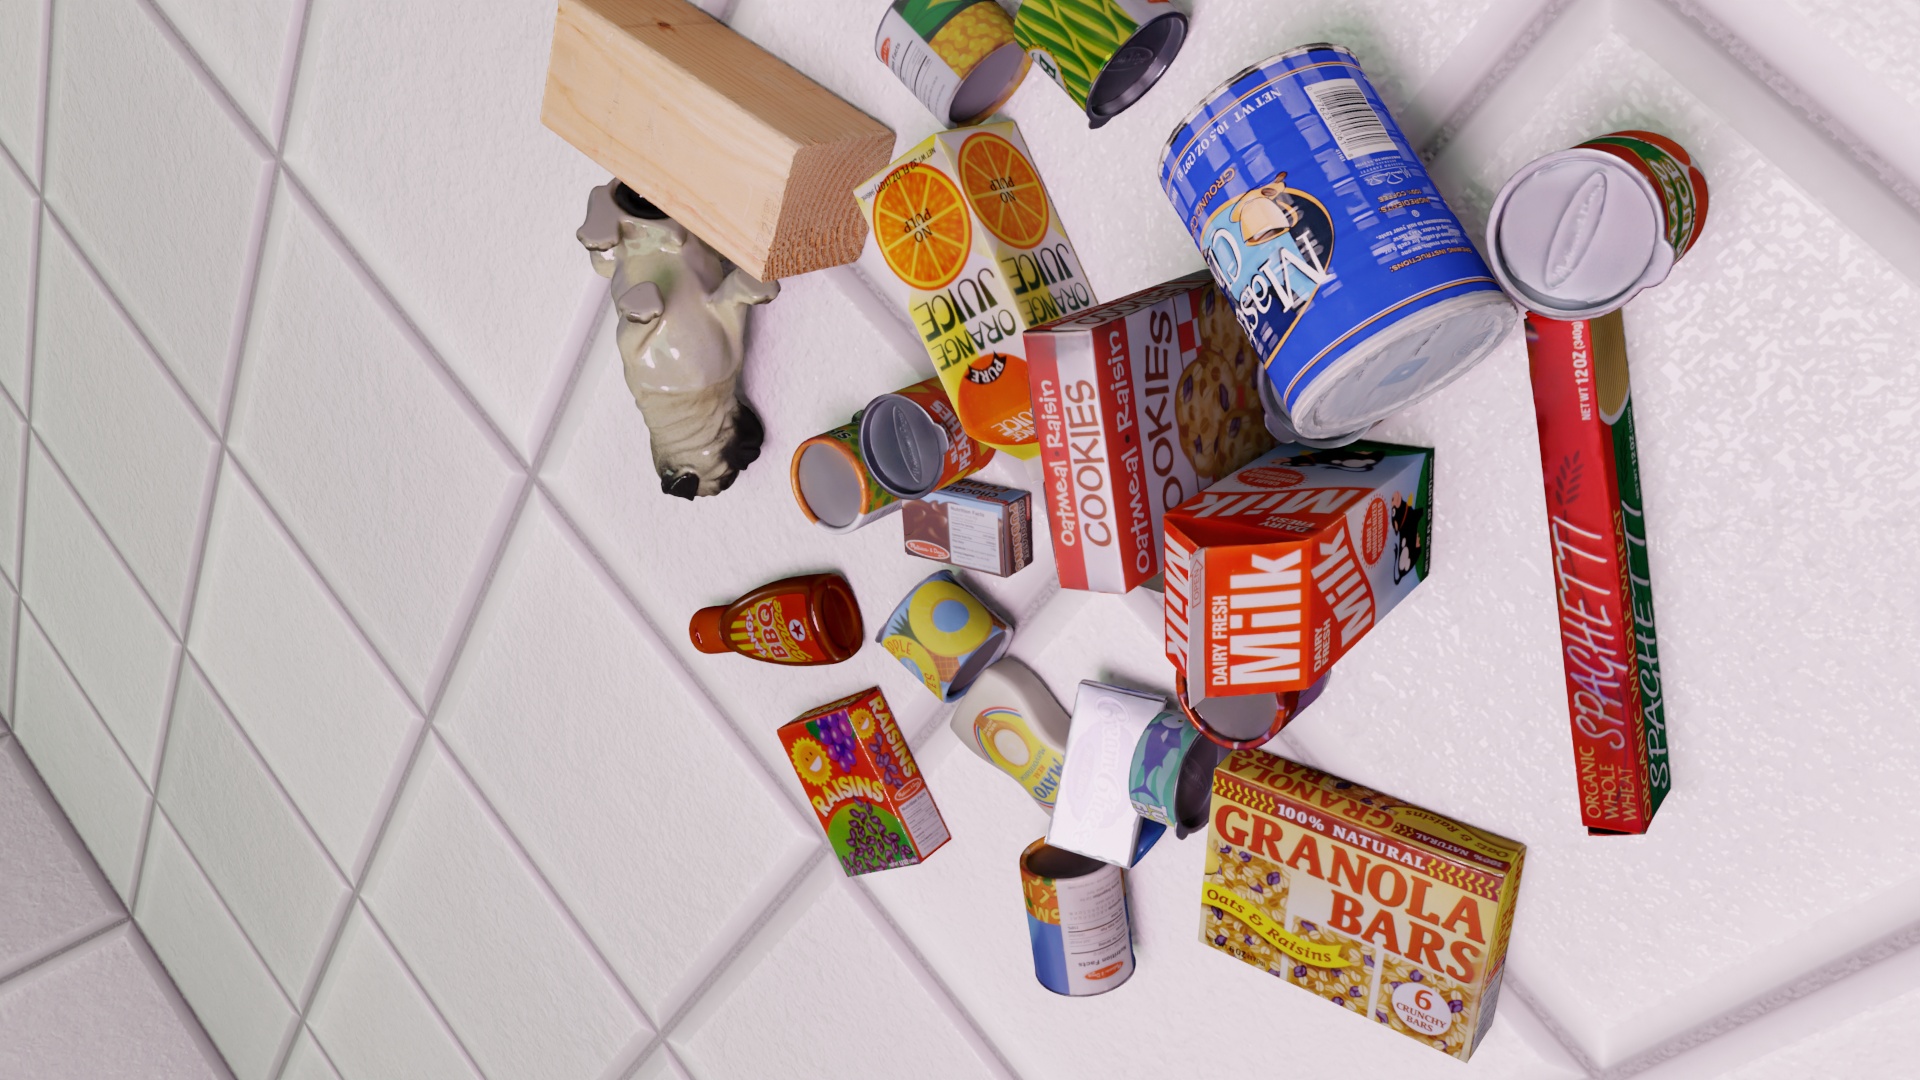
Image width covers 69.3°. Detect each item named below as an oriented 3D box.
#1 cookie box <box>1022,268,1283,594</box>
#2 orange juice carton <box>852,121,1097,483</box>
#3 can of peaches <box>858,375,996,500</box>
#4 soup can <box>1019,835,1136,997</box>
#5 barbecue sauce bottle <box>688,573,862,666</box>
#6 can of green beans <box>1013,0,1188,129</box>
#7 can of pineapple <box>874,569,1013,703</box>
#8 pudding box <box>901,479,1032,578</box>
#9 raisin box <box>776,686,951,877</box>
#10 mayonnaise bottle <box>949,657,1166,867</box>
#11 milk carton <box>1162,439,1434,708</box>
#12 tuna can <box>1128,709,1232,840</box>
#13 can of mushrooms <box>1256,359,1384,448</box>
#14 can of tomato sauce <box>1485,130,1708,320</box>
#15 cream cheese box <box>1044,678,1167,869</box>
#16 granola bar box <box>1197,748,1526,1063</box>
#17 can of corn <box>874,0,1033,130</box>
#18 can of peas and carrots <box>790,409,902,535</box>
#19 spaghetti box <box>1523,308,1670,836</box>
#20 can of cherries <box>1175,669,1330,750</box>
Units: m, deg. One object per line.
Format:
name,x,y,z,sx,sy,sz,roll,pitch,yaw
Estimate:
cookie box,0.100,-0.059,0.676,0.040,0.168,0.122,3,110,39
orange juice carton,0.024,-0.128,0.774,0.071,0.073,0.192,-23,94,43
can of peaches,-0.017,-0.064,0.846,0.071,0.058,0.071,16,117,34
soup can,0.074,0.237,0.894,0.071,0.071,0.083,4,110,38
barbecue sauce bottle,-0.138,0.061,1.008,0.148,0.044,0.064,-8,104,42
can of green beans,0.069,-0.253,0.689,0.058,0.071,0.071,49,131,13
can of pineapple,-0.010,0.063,0.886,0.058,0.071,0.070,41,129,19
pudding box,0.003,-0.011,0.870,0.084,0.030,0.049,12,117,36
raisin box,-0.070,0.176,1.004,0.086,0.040,0.123,-23,94,44
mayonnaise bottle,0.063,0.143,0.877,0.148,0.041,0.064,41,121,19
milk carton,0.152,0.010,0.647,0.073,0.191,0.072,11,115,36
tuna can,0.126,0.135,0.803,0.033,0.071,0.070,13,116,37
can of mushrooms,0.183,-0.080,0.691,0.071,0.033,0.070,16,118,33
can of tomato sauce,0.264,-0.131,0.568,0.071,0.083,0.071,16,118,34
cream cheese box,0.088,0.138,0.832,0.053,0.024,0.103,12,91,15
granola bar box,0.217,0.199,0.776,0.165,0.039,0.123,17,118,33
can of corn,-0.001,-0.264,0.745,0.058,0.071,0.070,49,131,11
can of peas and carrots,-0.068,-0.045,0.895,0.071,0.059,0.070,16,118,33
spaghetti box,0.290,0.013,0.630,0.028,0.050,0.249,-1,108,41
can of cherries,0.160,0.076,0.758,0.071,0.058,0.071,16,117,34
